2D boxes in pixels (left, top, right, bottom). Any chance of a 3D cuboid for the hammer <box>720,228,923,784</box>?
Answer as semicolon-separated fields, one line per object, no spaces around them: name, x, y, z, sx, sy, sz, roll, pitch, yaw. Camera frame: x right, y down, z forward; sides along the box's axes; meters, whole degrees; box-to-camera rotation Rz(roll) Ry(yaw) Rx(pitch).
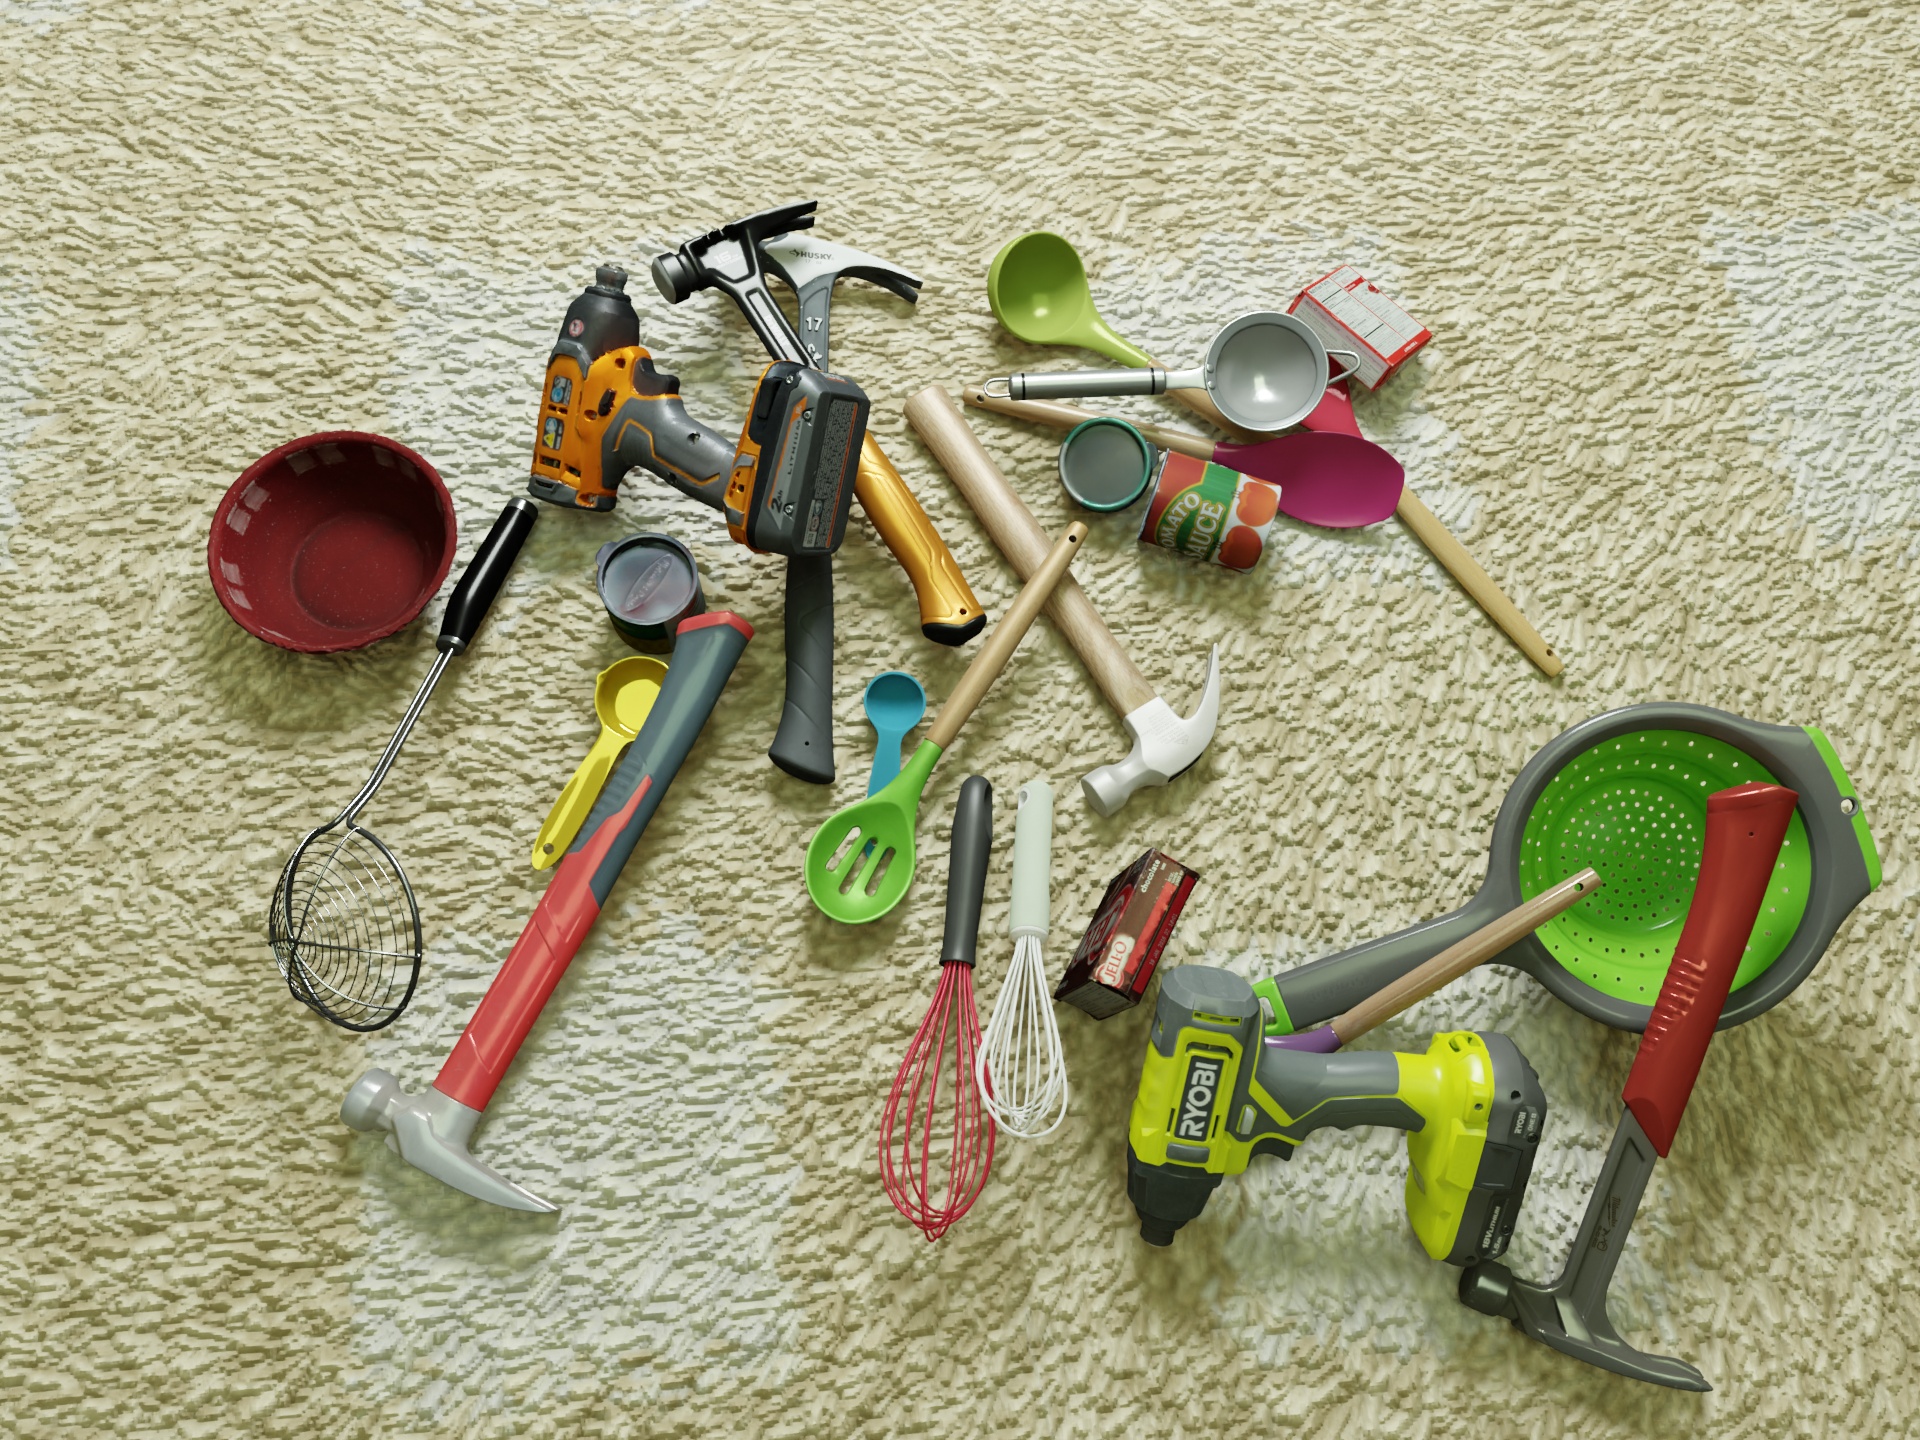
hammer;-0.100;-0.155;1.106;0.149;0.036;0.409;3;73;-11

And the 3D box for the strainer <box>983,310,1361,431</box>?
strainer;0.145;-0.237;1.107;0.258;0.050;0.087;-3;83;-1

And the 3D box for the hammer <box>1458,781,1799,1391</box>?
hammer;0.427;0.210;0.943;0.149;0.036;0.359;19;94;7

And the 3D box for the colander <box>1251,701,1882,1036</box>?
colander;0.360;0.119;1.019;0.397;0.094;0.204;-22;88;9

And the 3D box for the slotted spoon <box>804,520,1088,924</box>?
slotted spoon;-0.002;-0.003;1.046;0.070;0.031;0.314;34;78;-1

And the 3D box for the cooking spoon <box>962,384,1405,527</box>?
cooking spoon;0.156;-0.198;1.134;0.319;0.068;0.017;14;27;7

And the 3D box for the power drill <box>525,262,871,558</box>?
power drill;-0.177;-0.202;1.043;0.226;0.084;0.164;17;102;22

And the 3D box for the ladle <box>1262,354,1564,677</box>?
ladle;0.321;-0.155;1.136;0.069;0.031;0.315;-33;78;-24

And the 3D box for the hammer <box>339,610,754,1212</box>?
hammer;-0.221;0.107;0.993;0.143;0.038;0.386;27;78;5

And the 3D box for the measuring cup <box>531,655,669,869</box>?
measuring cup;-0.236;0.030;1.047;0.062;0.029;0.156;29;81;4

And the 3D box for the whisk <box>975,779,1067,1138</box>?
whisk;0.043;0.141;0.985;0.059;0.057;0.247;19;51;-18

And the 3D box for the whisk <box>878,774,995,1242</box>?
whisk;-0.004;0.171;0.993;0.073;0.073;0.296;7;66;-1

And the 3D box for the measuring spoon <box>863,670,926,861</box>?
measuring spoon;-0.050;0.031;1.061;0.042;0.021;0.129;8;80;-5

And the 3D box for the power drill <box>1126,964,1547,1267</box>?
power drill;0.213;0.245;0.943;0.223;0.080;0.171;9;105;-3

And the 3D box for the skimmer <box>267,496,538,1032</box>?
skimmer;-0.338;0.018;1.033;0.127;0.090;0.363;-3;54;32

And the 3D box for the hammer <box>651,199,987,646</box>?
hammer;-0.075;-0.201;1.089;0.127;0.034;0.337;-29;82;-18

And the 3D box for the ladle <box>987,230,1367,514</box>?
ladle;0.157;-0.244;1.144;0.320;0.062;0.078;35;88;6

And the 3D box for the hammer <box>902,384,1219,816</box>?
hammer;0.063;-0.101;1.101;0.130;0.031;0.331;-30;75;-12

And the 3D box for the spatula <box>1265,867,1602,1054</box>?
spatula;0.251;0.178;0.976;0.316;0.018;0.060;-33;78;6
